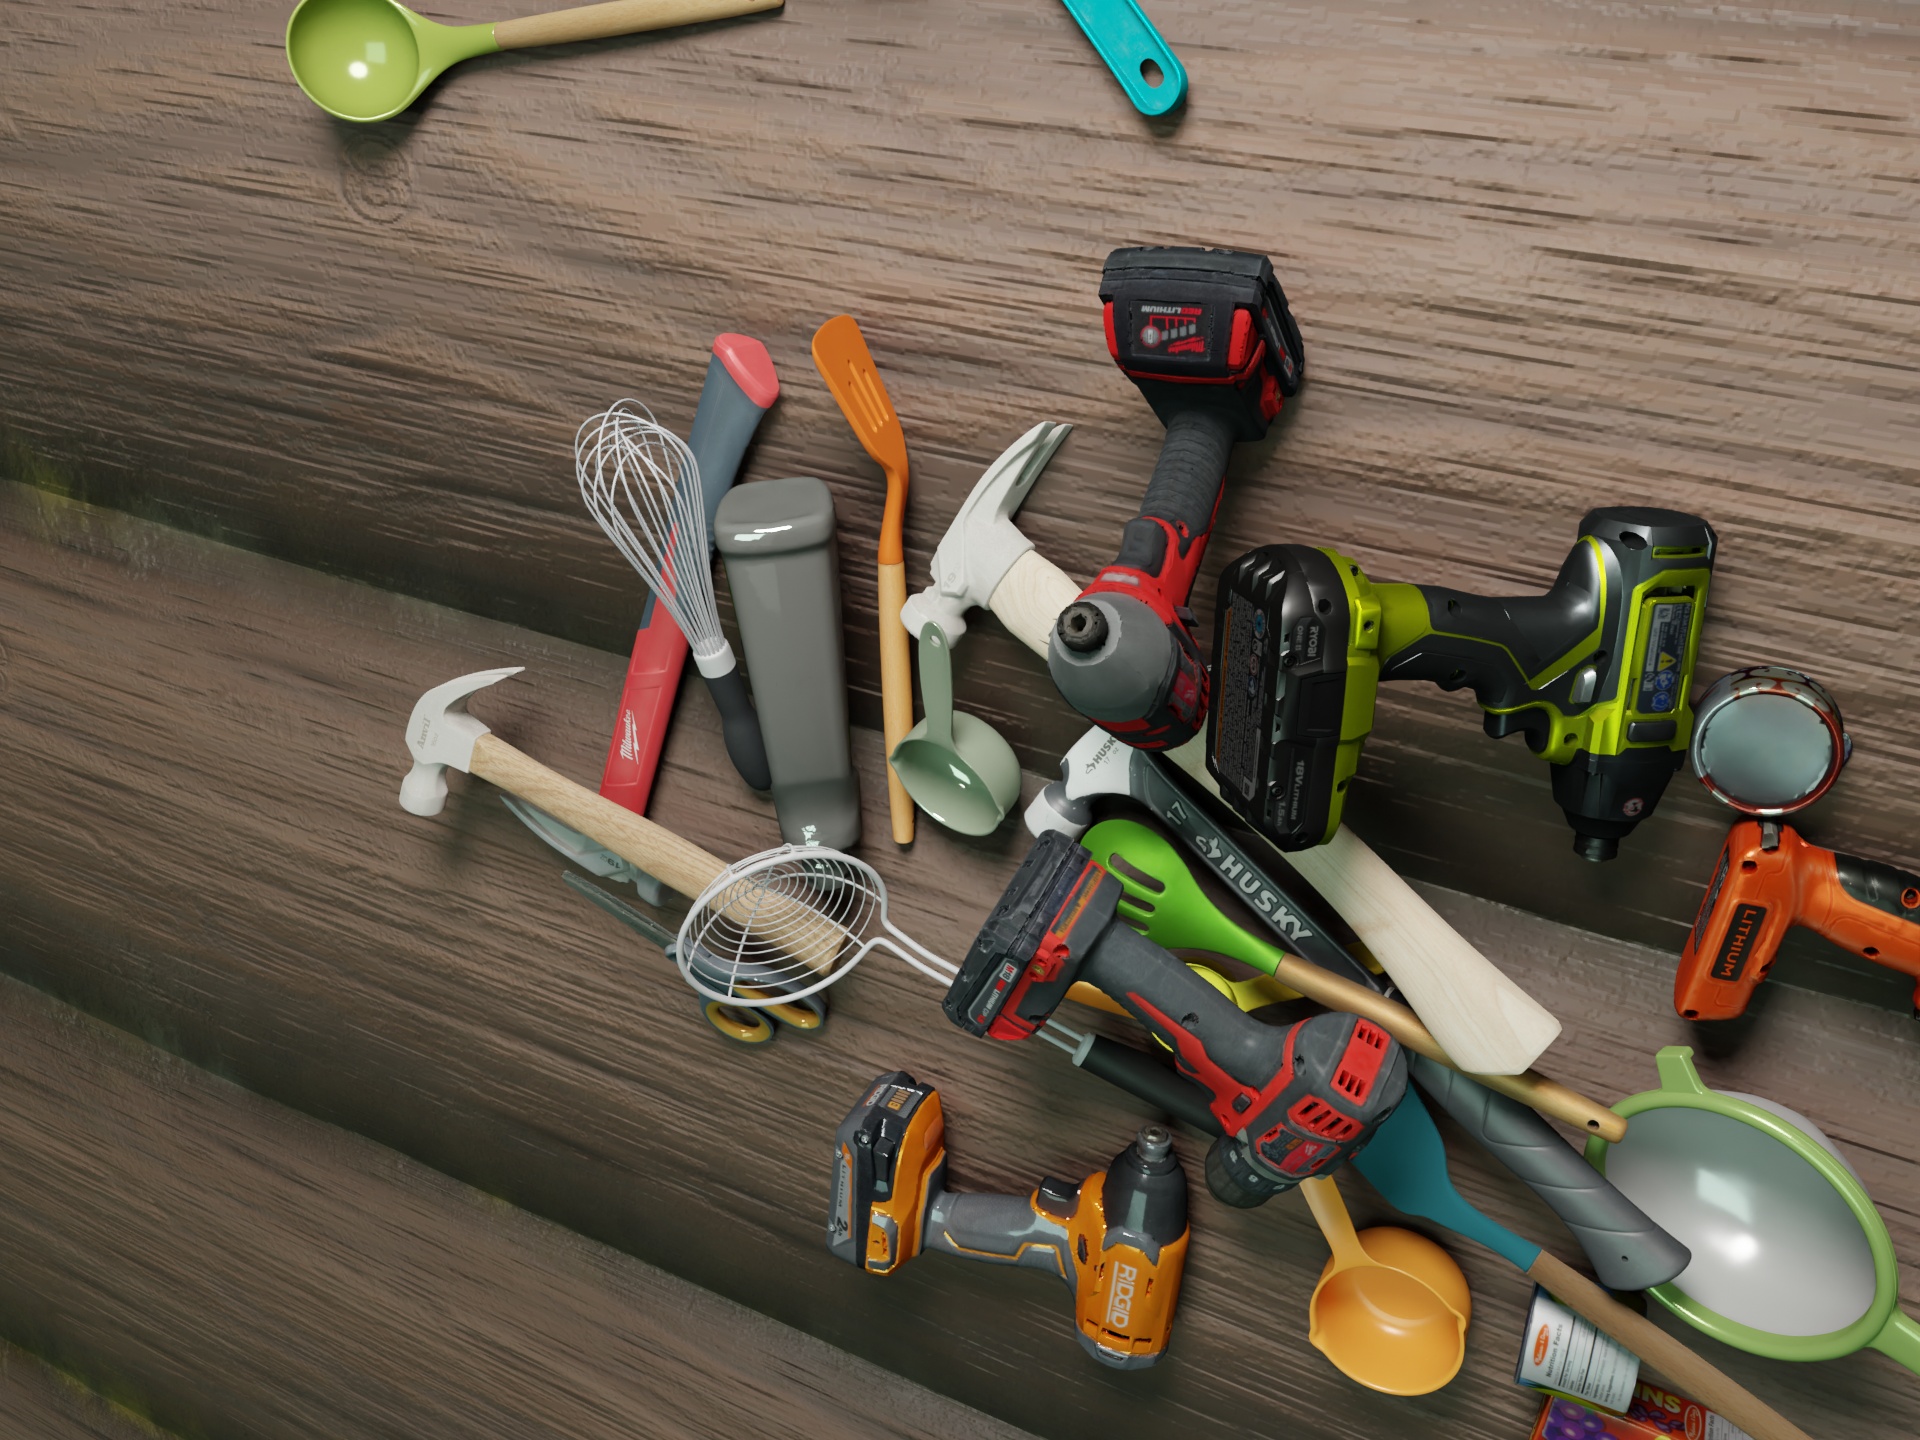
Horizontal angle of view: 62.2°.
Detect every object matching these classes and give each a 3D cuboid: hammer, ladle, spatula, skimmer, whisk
[{"bbox_3d":[-0.219,0.070,1.032,0.331,0.031,0.130,27,118,11],"label":"hammer"},{"bbox_3d":[-0.249,-0.396,0.911,0.320,0.062,0.078,3,110,23],"label":"ladle"},{"bbox_3d":[-0.200,-0.067,1.017,0.143,0.038,0.386,29,119,16],"label":"hammer"},{"bbox_3d":[0.331,0.296,0.841,0.318,0.044,0.082,34,125,24],"label":"spatula"},{"bbox_3d":[0.012,0.182,0.933,0.363,0.090,0.127,27,120,2],"label":"skimmer"},{"bbox_3d":[0.217,0.139,0.852,0.409,0.036,0.149,45,120,16],"label":"hammer"},{"bbox_3d":[0.144,0.017,0.825,0.411,0.038,0.146,44,117,20],"label":"hammer"},{"bbox_3d":[-0.049,-0.071,0.933,0.041,0.081,0.322,4,116,11],"label":"spatula"},{"bbox_3d":[-0.156,-0.063,0.944,0.070,0.070,0.284,6,135,25],"label":"whisk"}]

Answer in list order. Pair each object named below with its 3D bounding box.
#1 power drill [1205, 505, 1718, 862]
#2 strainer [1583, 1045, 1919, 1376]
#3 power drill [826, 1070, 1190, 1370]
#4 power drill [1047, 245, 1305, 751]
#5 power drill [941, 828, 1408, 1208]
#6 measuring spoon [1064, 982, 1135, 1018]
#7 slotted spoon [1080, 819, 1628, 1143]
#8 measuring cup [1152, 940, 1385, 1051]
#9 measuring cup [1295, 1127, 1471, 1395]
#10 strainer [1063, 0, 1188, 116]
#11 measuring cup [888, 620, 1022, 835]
[{"bbox_3d":[0.234,-0.009,0.741,0.223,0.080,0.171,-3,109,-12],"label":"power drill"},{"bbox_3d":[0.437,0.264,0.774,0.257,0.069,0.151,35,136,30],"label":"strainer"},{"bbox_3d":[0.035,0.303,1.012,0.226,0.084,0.164,14,114,17],"label":"power drill"},{"bbox_3d":[0.094,-0.102,0.751,0.078,0.143,0.220,10,81,24],"label":"power drill"},{"bbox_3d":[0.108,0.176,0.860,0.227,0.080,0.187,31,144,7],"label":"power drill"},{"bbox_3d":[0.082,0.170,0.976,0.117,0.011,0.021,17,115,20],"label":"measuring spoon"},{"bbox_3d":[0.191,0.138,0.832,0.314,0.031,0.070,25,114,23],"label":"slotted spoon"},{"bbox_3d":[0.182,0.150,0.917,0.156,0.029,0.062,-21,90,19],"label":"measuring cup"},{"bbox_3d":[0.235,0.303,0.927,0.095,0.052,0.173,-23,95,31],"label":"measuring cup"},{"bbox_3d":[-0.009,-0.428,0.753,0.211,0.095,0.340,-36,89,32],"label":"strainer"},{"bbox_3d":[-0.001,-0.003,0.906,0.083,0.038,0.167,25,143,25],"label":"measuring cup"}]
